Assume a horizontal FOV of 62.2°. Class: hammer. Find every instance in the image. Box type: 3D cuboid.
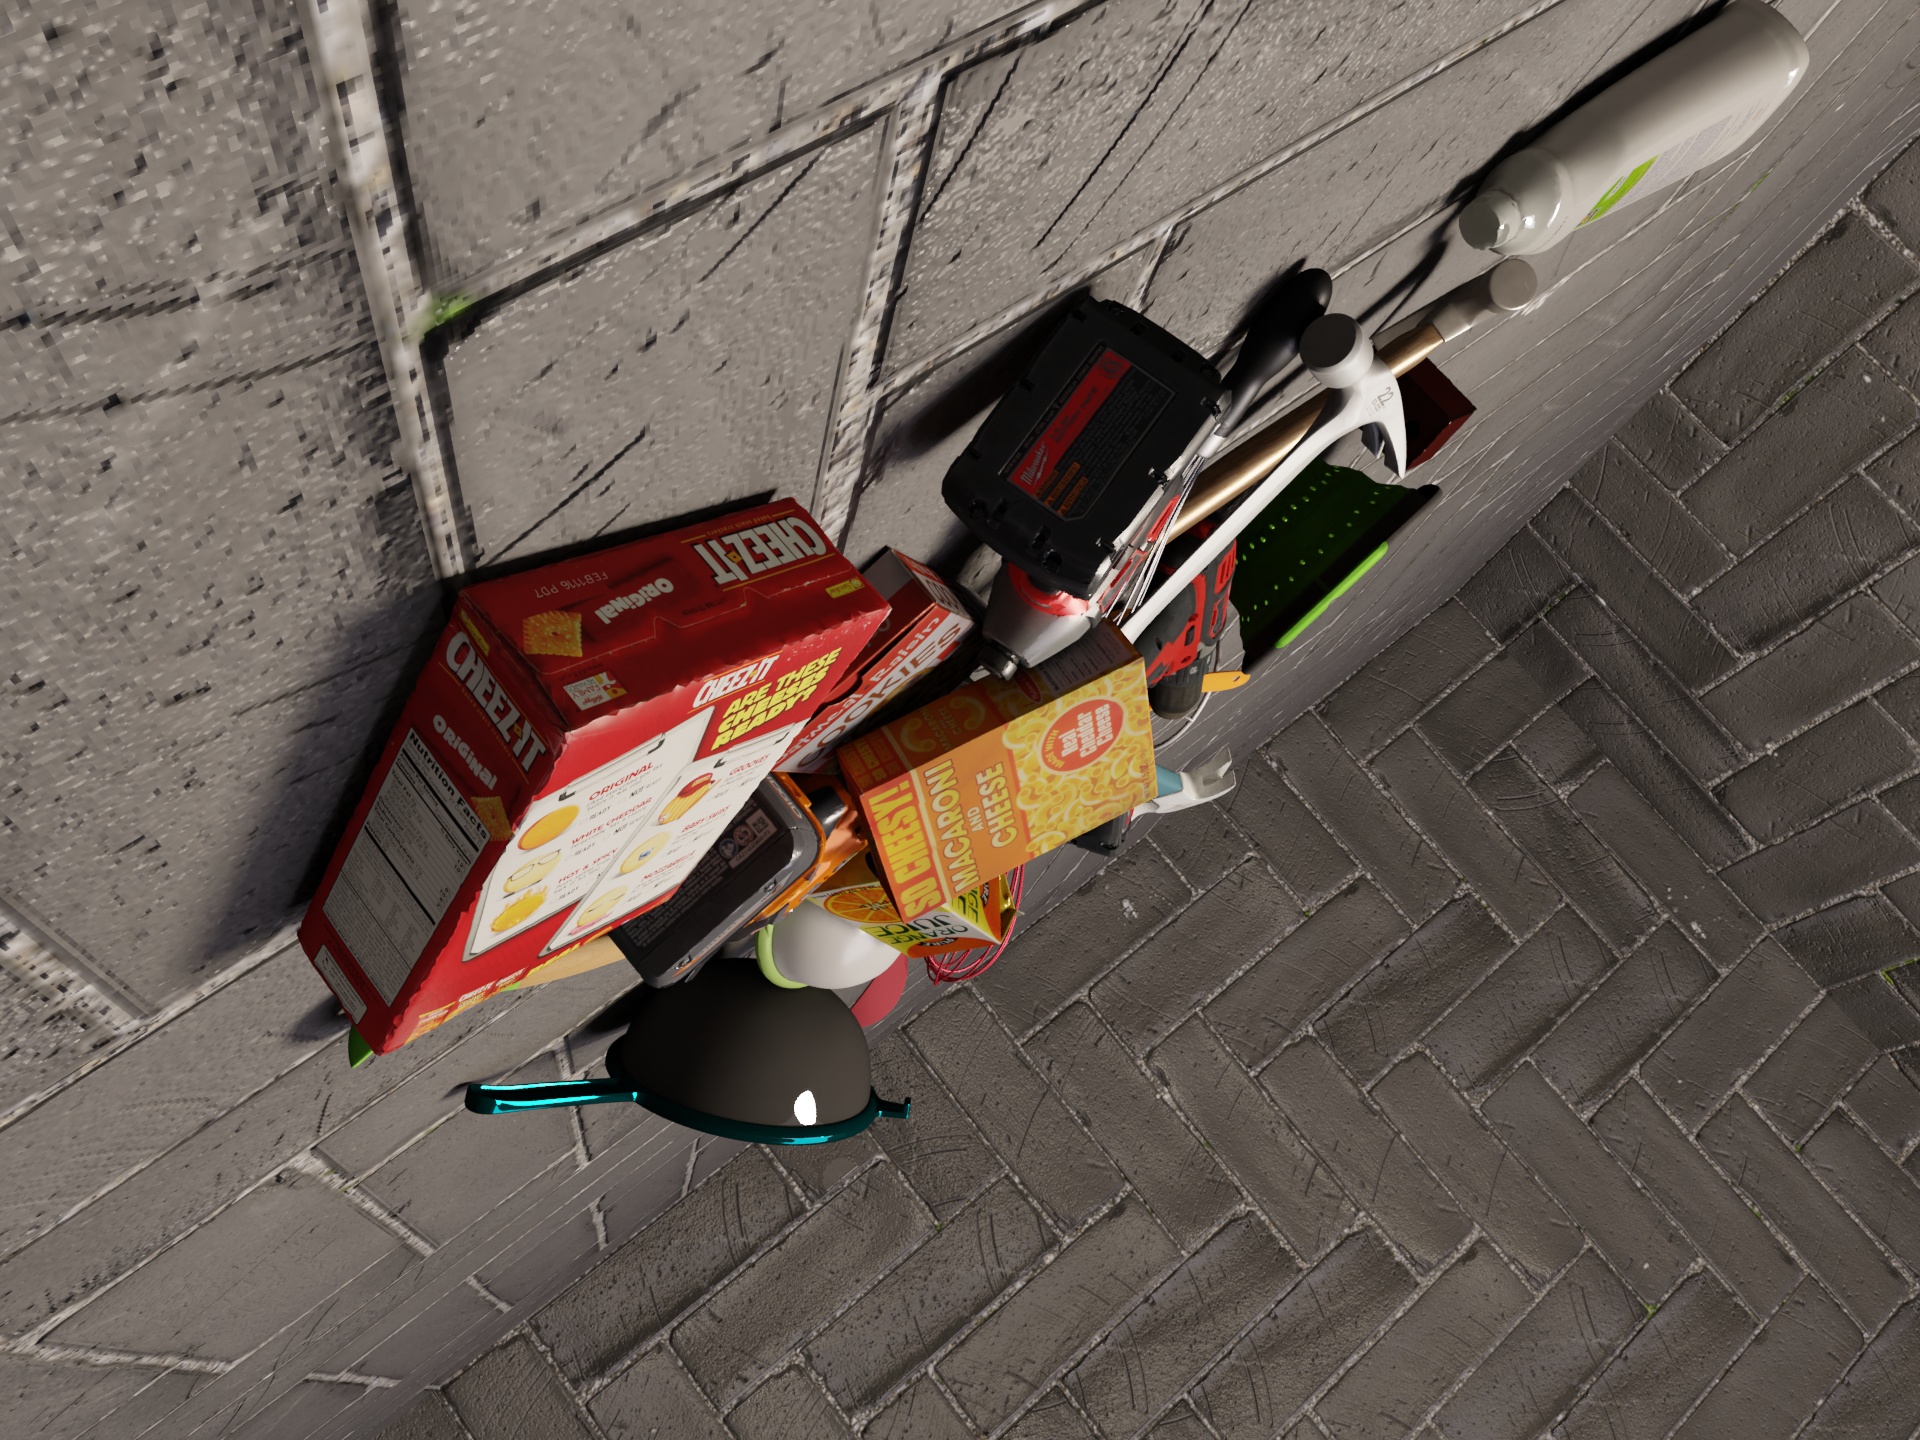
[{"bbox_3d":[0.204,-0.179,1.010,0.331,0.031,0.130,-35,-174,0],"label":"hammer"},{"bbox_3d":[0.126,0.032,1.264,0.128,0.033,0.330,-16,161,22],"label":"hammer"},{"bbox_3d":[0.098,-0.048,0.915,0.405,0.035,0.144,-46,149,12],"label":"hammer"}]

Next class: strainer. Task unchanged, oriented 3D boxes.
[{"bbox_3d":[-0.200,0.230,1.164,0.340,0.211,0.095,8,99,-47],"label":"strainer"},{"bbox_3d":[-0.101,0.138,1.113,0.256,0.069,0.151,5,110,-60],"label":"strainer"}]

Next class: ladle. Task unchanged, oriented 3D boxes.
[{"bbox_3d":[-0.028,0.120,1.238,0.069,0.031,0.315,-29,144,-59],"label":"ladle"}]

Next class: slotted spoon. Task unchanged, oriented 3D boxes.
[{"bbox_3d":[-0.240,0.140,0.889,0.070,0.031,0.313,-42,170,10],"label":"slotted spoon"}]

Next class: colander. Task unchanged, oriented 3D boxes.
[{"bbox_3d":[0.291,-0.151,1.315,0.204,0.094,0.397,-45,175,19],"label":"colander"}]

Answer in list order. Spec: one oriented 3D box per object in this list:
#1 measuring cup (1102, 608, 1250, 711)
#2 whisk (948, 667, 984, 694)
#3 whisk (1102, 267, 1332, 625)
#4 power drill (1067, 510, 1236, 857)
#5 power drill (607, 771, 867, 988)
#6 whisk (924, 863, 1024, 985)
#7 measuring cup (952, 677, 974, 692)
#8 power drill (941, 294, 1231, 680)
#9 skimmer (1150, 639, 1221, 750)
[{"bbox_3d":[0.156,-0.046,1.249,0.173,0.052,0.095,-3,137,-39],"label":"measuring cup"},{"bbox_3d":[0.037,-0.042,1.030,0.246,0.058,0.059,-23,130,-67],"label":"whisk"},{"bbox_3d":[0.121,-0.136,0.904,0.070,0.070,0.284,-24,156,-53],"label":"whisk"},{"bbox_3d":[0.118,-0.016,1.082,0.227,0.080,0.187,-55,158,-34],"label":"power drill"},{"bbox_3d":[-0.128,0.085,0.901,0.164,0.084,0.226,-41,173,7],"label":"power drill"},{"bbox_3d":[0.046,0.083,1.297,0.296,0.073,0.073,-64,169,-4],"label":"whisk"},{"bbox_3d":[-0.002,-0.003,1.072,0.083,0.038,0.167,-44,170,19],"label":"measuring cup"},{"bbox_3d":[0.053,-0.095,0.750,0.143,0.078,0.219,-53,173,-6],"label":"power drill"},{"bbox_3d":[0.260,-0.092,1.424,0.363,0.090,0.127,-33,-173,-37],"label":"skimmer"}]
